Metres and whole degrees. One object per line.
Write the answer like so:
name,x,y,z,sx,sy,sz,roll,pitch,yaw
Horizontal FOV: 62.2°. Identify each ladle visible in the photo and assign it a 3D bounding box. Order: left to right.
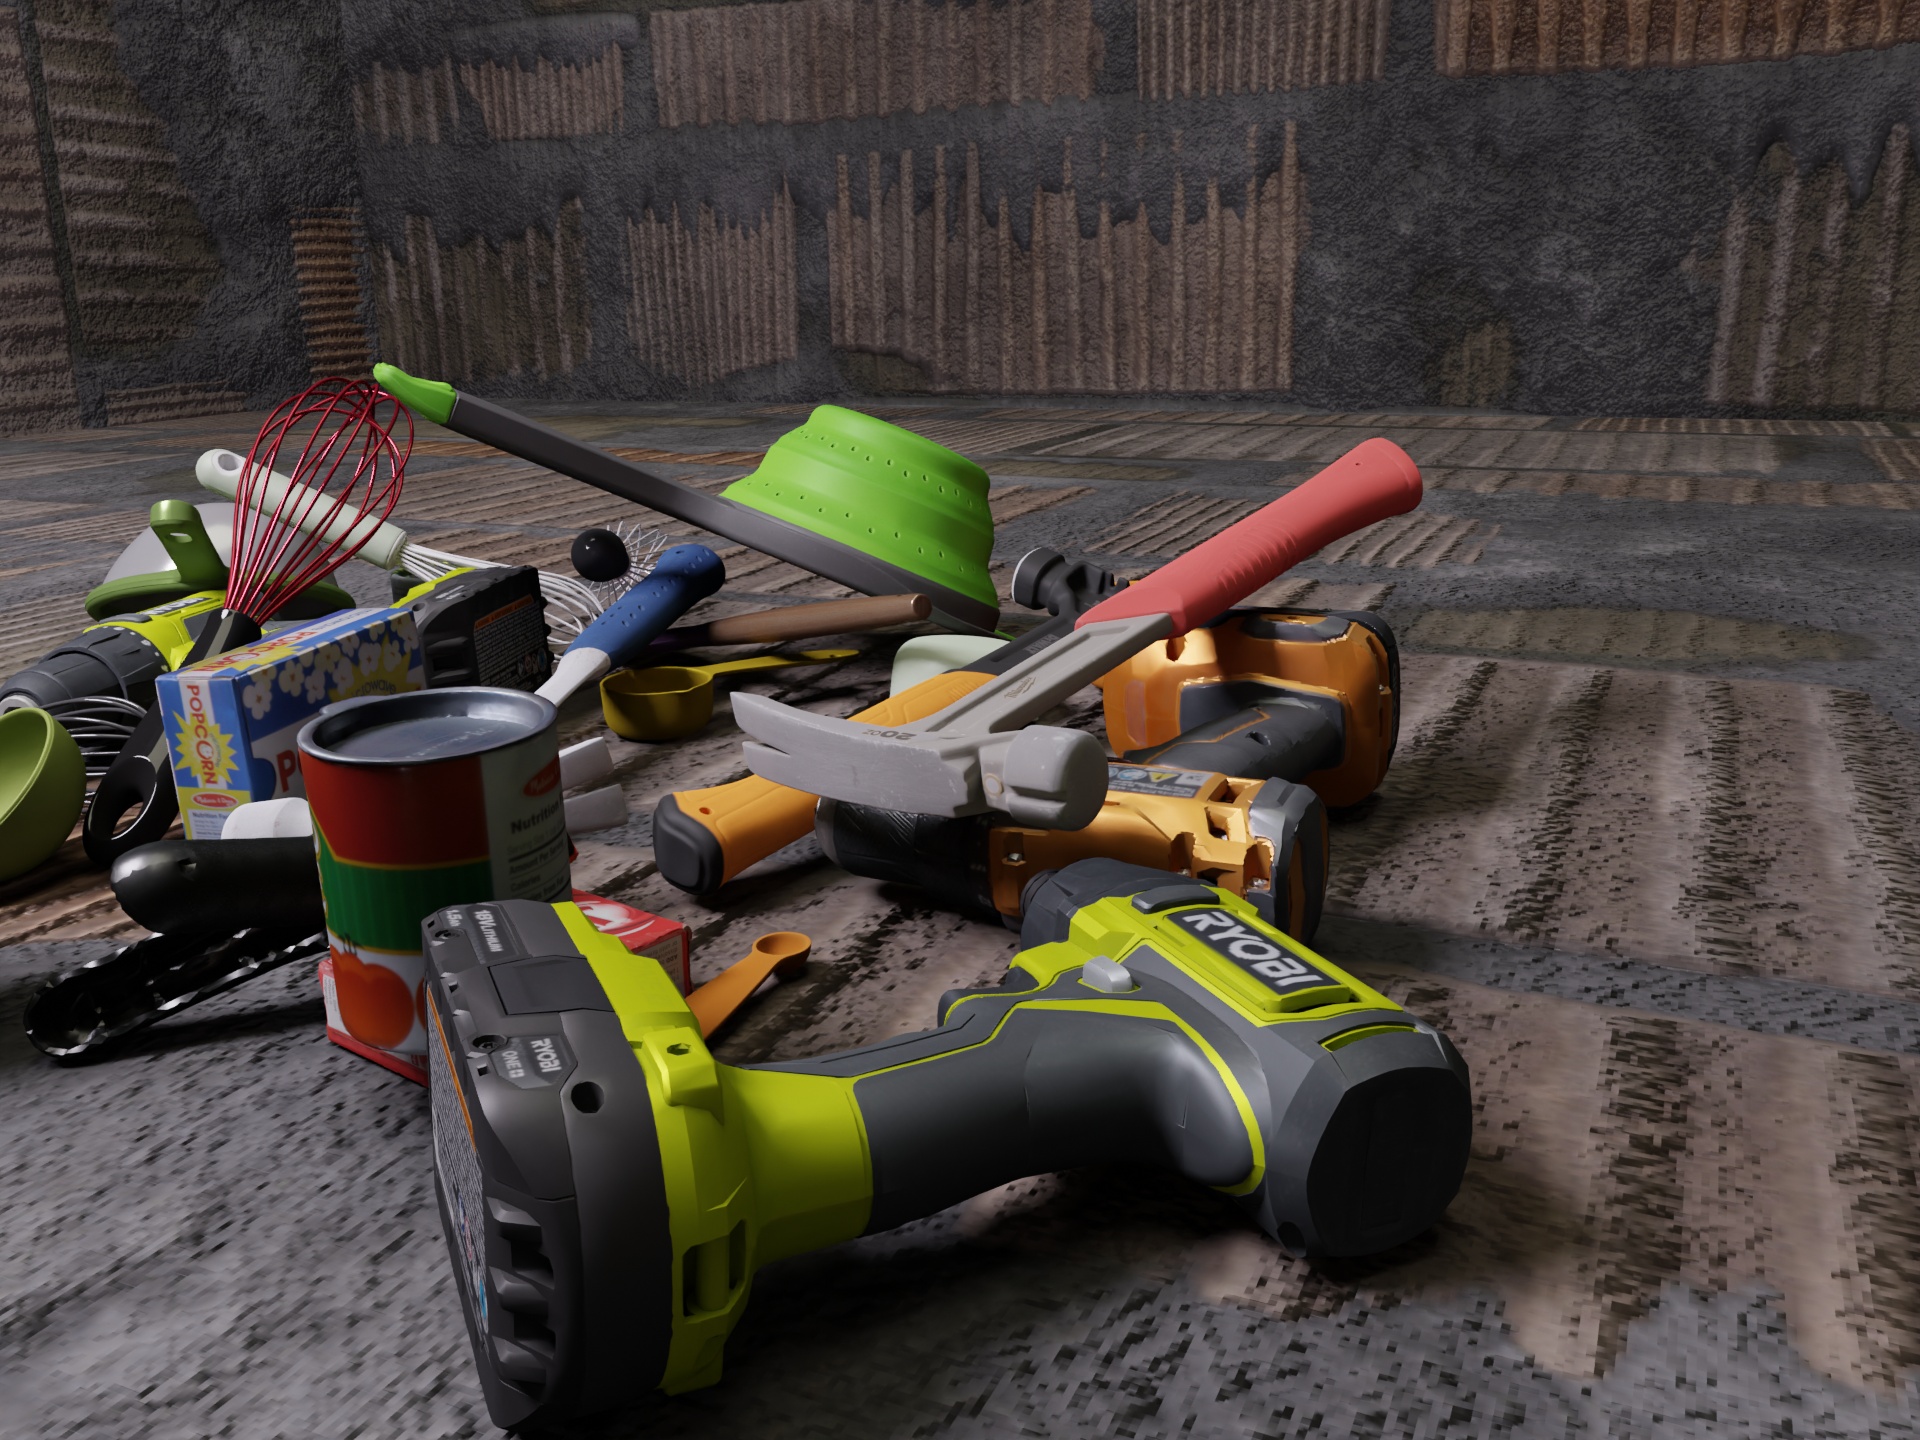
ladle,-0.442,0.068,0.522,0.078,0.062,0.320,-3,15,31

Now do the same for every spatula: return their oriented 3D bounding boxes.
spatula,-0.118,-0.050,0.875,0.059,0.018,0.316,-15,8,-39

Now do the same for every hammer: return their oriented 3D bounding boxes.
hammer,-0.176,-0.023,0.753,0.144,0.035,0.406,-9,18,10
hammer,-0.001,-0.002,0.699,0.127,0.034,0.337,26,33,26
hammer,0.081,-0.051,0.640,0.149,0.036,0.359,9,28,39

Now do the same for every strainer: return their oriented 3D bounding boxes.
strainer,-0.439,-0.105,0.930,0.151,0.069,0.256,-2,-10,-17

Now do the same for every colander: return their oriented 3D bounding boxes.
colander,-0.113,-0.144,0.877,0.396,0.094,0.205,20,4,-32

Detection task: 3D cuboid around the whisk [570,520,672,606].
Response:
whisk,-0.215,-0.097,0.993,0.070,0.070,0.284,-3,4,-6

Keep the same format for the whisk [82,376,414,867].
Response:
whisk,-0.321,-0.057,0.725,0.073,0.073,0.296,2,50,10

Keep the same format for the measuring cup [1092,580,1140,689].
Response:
measuring cup,0.131,-0.053,0.912,0.095,0.052,0.173,10,17,35

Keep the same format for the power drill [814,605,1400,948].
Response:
power drill,0.068,0.018,0.623,0.185,0.084,0.226,5,21,26

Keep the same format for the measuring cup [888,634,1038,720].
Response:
measuring cup,-0.014,-0.017,0.780,0.083,0.038,0.167,7,10,19

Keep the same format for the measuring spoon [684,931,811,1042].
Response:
measuring spoon,-0.079,0.094,0.489,0.021,0.011,0.117,6,21,24

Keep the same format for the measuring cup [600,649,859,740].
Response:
measuring cup,-0.117,-0.016,0.845,0.156,0.029,0.062,-11,18,-39

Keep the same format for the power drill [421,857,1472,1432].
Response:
power drill,-0.013,0.084,0.400,0.223,0.080,0.171,-4,16,-24

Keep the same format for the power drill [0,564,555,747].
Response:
power drill,-0.344,-0.027,0.814,0.228,0.080,0.190,-2,14,7

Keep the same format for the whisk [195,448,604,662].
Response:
whisk,-0.313,-0.092,0.903,0.246,0.059,0.058,25,46,-9

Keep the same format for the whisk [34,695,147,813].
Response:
whisk,-0.461,0.021,0.716,0.239,0.055,0.055,-3,15,9
